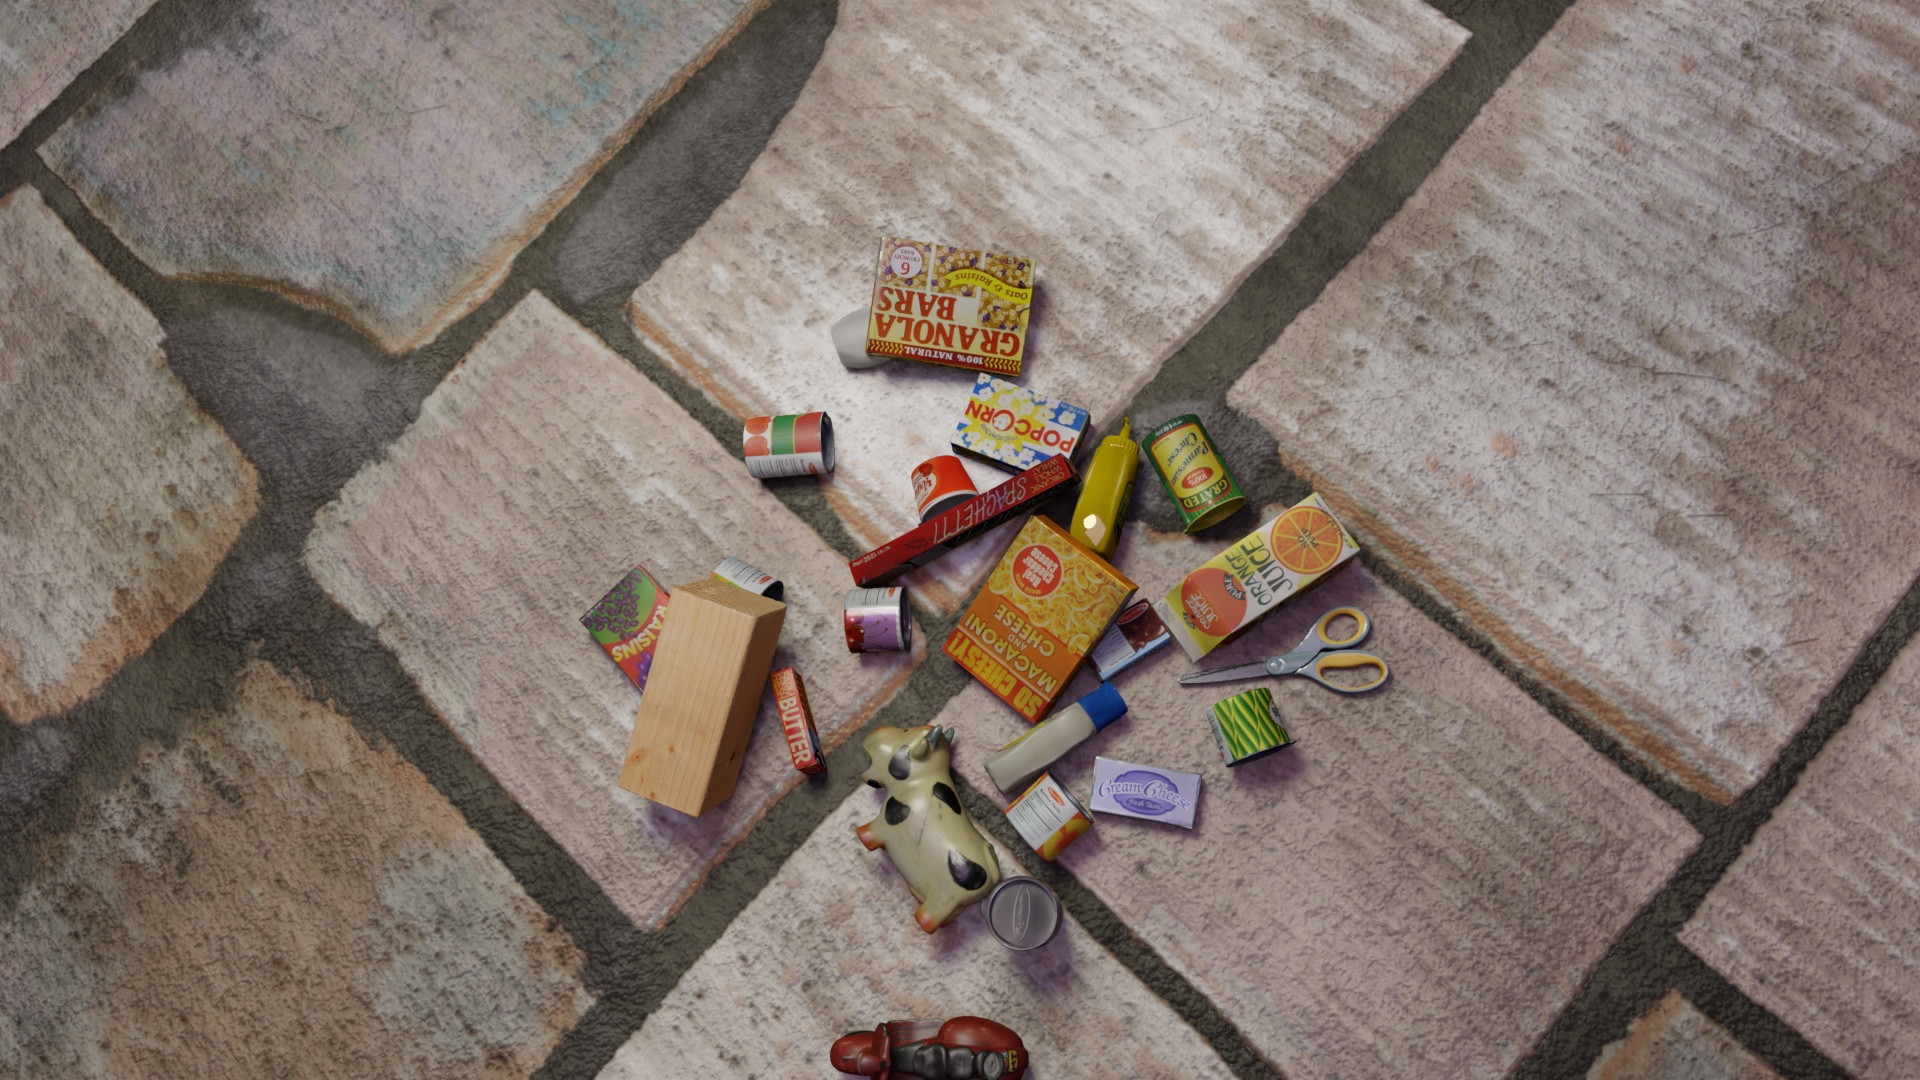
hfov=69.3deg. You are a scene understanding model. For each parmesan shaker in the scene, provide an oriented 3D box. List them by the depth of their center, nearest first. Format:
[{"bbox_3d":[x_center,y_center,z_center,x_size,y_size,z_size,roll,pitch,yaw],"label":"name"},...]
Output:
[{"bbox_3d":[0.233,-0.068,1.406,0.071,0.071,0.103,-27,72,-1],"label":"parmesan shaker"}]

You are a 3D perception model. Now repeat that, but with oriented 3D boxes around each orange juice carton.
[{"bbox_3d":[0.289,0.040,1.364,0.193,0.073,0.072,-33,73,-2],"label":"orange juice carton"}]

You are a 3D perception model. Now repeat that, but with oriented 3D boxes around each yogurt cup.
[{"bbox_3d":[-0.018,-0.052,1.436,0.072,0.072,0.054,-22,65,1],"label":"yogurt cup"}]

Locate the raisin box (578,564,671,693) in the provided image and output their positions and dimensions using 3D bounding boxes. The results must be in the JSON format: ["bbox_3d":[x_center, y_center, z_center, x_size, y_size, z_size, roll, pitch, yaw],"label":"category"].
[{"bbox_3d":[-0.322,0.099,1.444,0.086,0.040,0.123,-43,74,-7],"label":"raisin box"}]

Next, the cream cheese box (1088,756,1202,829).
[{"bbox_3d":[0.178,0.244,1.345,0.104,0.024,0.053,8,75,10],"label":"cream cheese box"}]

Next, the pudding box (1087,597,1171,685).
[{"bbox_3d":[0.163,0.101,1.385,0.084,0.030,0.050,-32,72,-3],"label":"pudding box"}]

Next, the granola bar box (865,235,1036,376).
[{"bbox_3d":[-0.011,-0.246,1.463,0.166,0.039,0.124,8,94,-6],"label":"granola bar box"}]

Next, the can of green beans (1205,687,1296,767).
[{"bbox_3d":[0.275,0.179,1.329,0.071,0.071,0.058,-19,72,2],"label":"can of green beans"}]

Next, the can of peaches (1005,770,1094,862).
[{"bbox_3d":[0.085,0.265,1.329,0.058,0.071,0.071,-43,73,0],"label":"can of peaches"}]

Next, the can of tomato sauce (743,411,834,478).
[{"bbox_3d":[-0.181,-0.102,1.470,0.083,0.071,0.071,-4,74,7],"label":"can of tomato sauce"}]

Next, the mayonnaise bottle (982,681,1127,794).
[{"bbox_3d":[0.093,0.192,1.353,0.148,0.064,0.041,-33,83,-7],"label":"mayonnaise bottle"}]

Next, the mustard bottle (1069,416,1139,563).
[{"bbox_3d":[0.151,-0.055,1.415,0.049,0.065,0.160,13,74,16],"label":"mustard bottle"}]

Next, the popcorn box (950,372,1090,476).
[{"bbox_3d":[0.063,-0.113,1.455,0.127,0.038,0.085,21,80,13],"label":"popcorn box"}]

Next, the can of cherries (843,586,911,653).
[{"bbox_3d":[-0.083,0.083,1.405,0.058,0.071,0.071,-4,74,7],"label":"can of cherries"}]

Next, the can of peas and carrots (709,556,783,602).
[{"bbox_3d":[-0.225,0.060,1.430,0.059,0.071,0.071,28,80,14],"label":"can of peas and carrots"}]

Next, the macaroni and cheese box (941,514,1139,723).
[{"bbox_3d":[0.078,0.077,1.368,0.124,0.040,0.166,38,105,17],"label":"macaroni and cheese box"}]

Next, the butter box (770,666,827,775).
[{"bbox_3d":[-0.162,0.181,1.392,0.024,0.053,0.104,-18,73,0],"label":"butter box"}]

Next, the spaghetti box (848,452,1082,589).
[{"bbox_3d":[0.005,-0.018,1.408,0.250,0.050,0.029,-27,77,10],"label":"spaghetti box"}]

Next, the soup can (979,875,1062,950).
[{"bbox_3d":[0.058,0.348,1.299,0.071,0.083,0.071,-2,74,7],"label":"soup can"}]

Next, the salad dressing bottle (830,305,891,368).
[{"bbox_3d":[-0.065,-0.232,1.504,0.148,0.044,0.064,-18,71,0],"label":"salad dressing bottle"}]
